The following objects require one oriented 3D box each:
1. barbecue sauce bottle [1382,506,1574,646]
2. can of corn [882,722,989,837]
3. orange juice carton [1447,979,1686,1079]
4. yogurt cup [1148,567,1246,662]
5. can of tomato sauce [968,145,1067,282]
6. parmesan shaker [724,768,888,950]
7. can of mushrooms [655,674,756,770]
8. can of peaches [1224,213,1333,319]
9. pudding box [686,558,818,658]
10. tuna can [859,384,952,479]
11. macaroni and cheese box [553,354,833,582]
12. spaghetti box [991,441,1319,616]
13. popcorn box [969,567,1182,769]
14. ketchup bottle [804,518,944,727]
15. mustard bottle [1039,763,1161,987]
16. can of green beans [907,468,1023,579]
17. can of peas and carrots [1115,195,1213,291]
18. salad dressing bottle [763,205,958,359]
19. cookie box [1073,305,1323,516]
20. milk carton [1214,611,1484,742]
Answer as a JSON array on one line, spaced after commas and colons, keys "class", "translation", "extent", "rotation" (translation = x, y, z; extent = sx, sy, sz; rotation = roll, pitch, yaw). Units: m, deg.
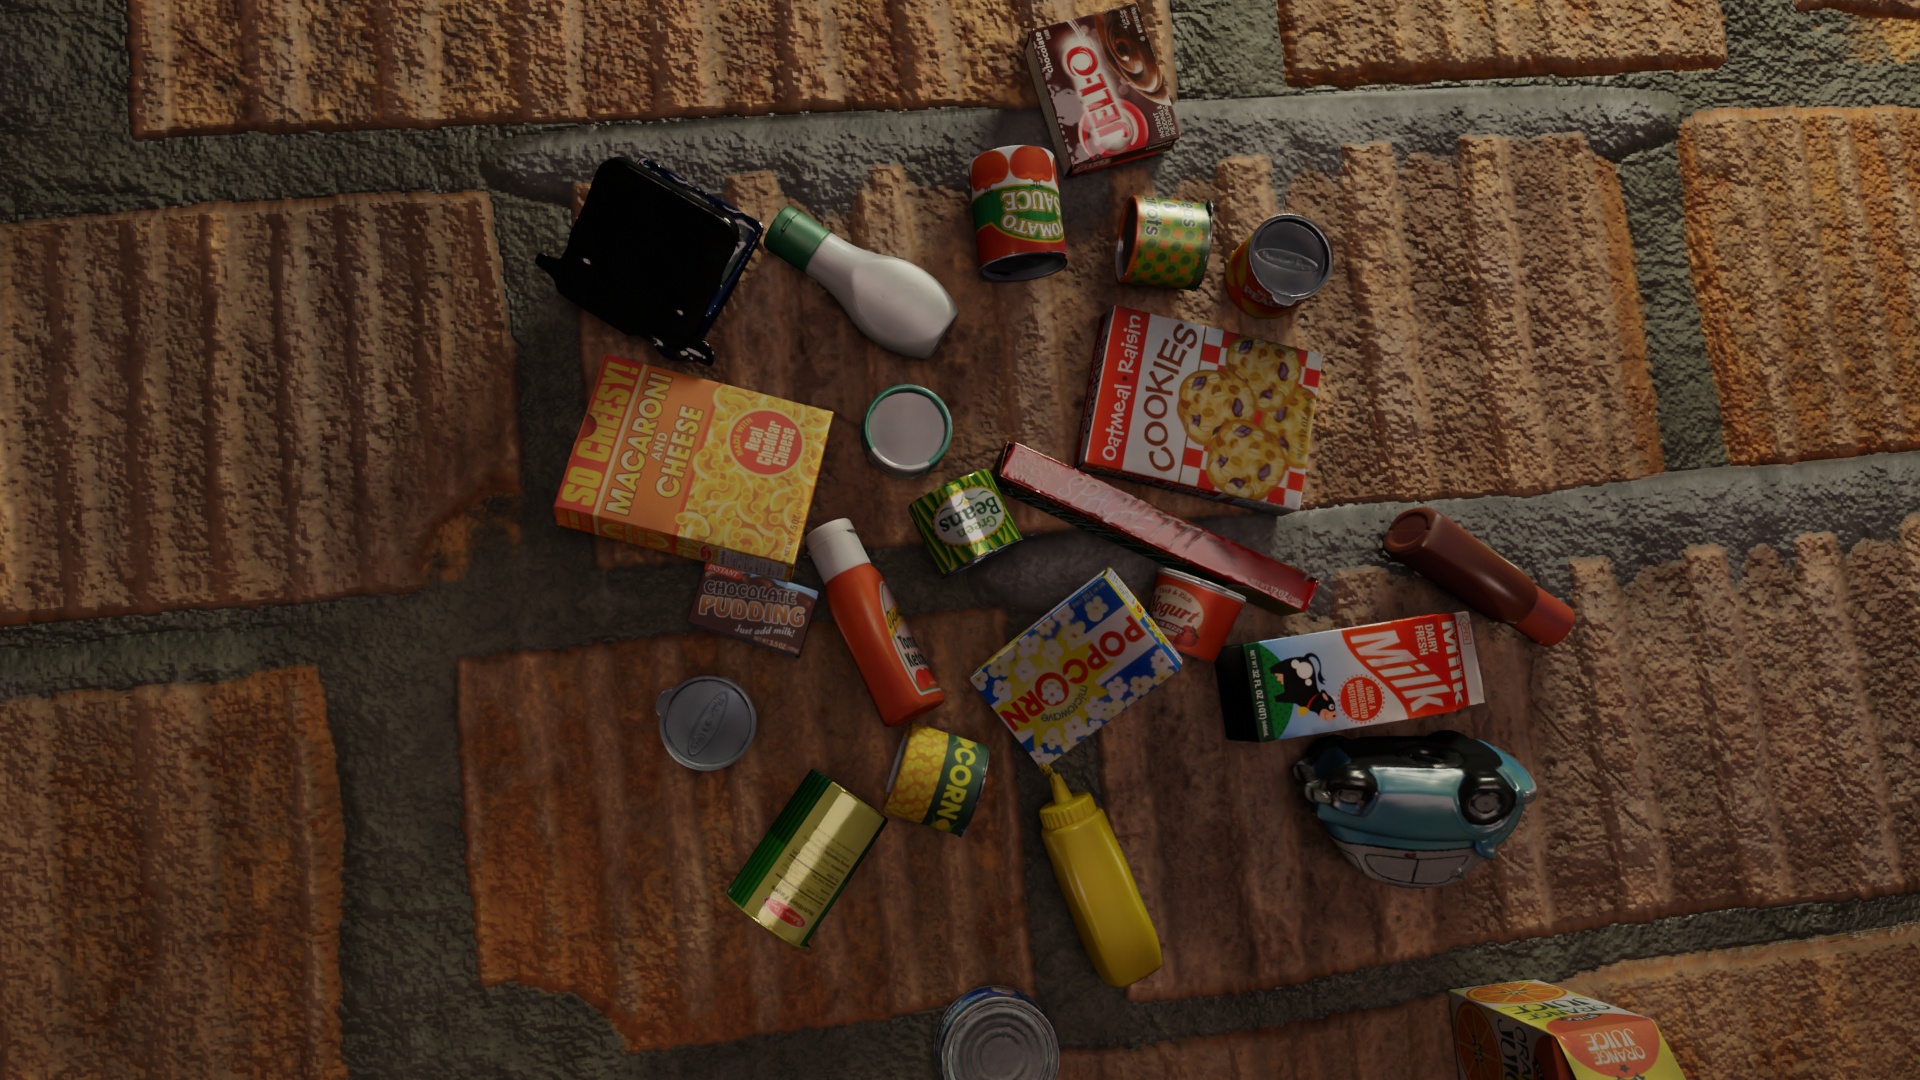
[{"class": "barbecue sauce bottle", "translation": [0.394, 0.030, 1.047], "extent": [0.148, 0.065, 0.044], "rotation": [31, 83, -12]}, {"class": "can of corn", "translation": [-0.017, 0.166, 0.967], "extent": [0.058, 0.071, 0.071], "rotation": [18, 81, -4]}, {"class": "orange juice carton", "translation": [0.410, 0.354, 0.939], "extent": [0.072, 0.192, 0.073], "rotation": [-4, 83, -7]}, {"class": "yogurt cup", "translation": [0.167, 0.055, 1.011], "extent": [0.072, 0.072, 0.054], "rotation": [20, 89, -5]}, {"class": "can of tomato sauce", "translation": [0.043, -0.242, 1.028], "extent": [0.071, 0.071, 0.083], "rotation": [-5, 83, -8]}, {"class": "parmesan shaker", "translation": [-0.102, 0.218, 0.952], "extent": [0.071, 0.071, 0.103], "rotation": [35, 79, -2]}, {"class": "can of mushrooms", "translation": [-0.178, 0.125, 0.970], "extent": [0.071, 0.033, 0.071], "rotation": [1, 83, -7]}, {"class": "can of peaches", "translation": [0.241, -0.205, 1.057], "extent": [0.071, 0.058, 0.071], "rotation": [1, 83, -8]}, {"class": "pudding box", "translation": [-0.147, 0.048, 0.985], "extent": [0.084, 0.030, 0.050], "rotation": [18, 80, -5]}, {"class": "tuna can", "translation": [-0.039, -0.082, 1.015], "extent": [0.071, 0.033, 0.071], "rotation": [1, 83, -8]}, {"class": "macaroni and cheese box", "translation": [-0.185, -0.052, 0.974], "extent": [0.166, 0.040, 0.124], "rotation": [14, 66, -6]}, {"class": "spaghetti box", "translation": [0.139, -0.007, 1.021], "extent": [0.250, 0.050, 0.029], "rotation": [24, 80, -4]}, {"class": "popcorn box", "translation": [0.082, 0.090, 0.982], "extent": [0.126, 0.038, 0.085], "rotation": [-39, 90, 16]}, {"class": "ketchup bottle", "translation": [-0.064, 0.057, 0.982], "extent": [0.043, 0.065, 0.149], "rotation": [-30, 78, 12]}, {"class": "mustard bottle", "translation": [0.091, 0.229, 0.972], "extent": [0.049, 0.065, 0.160], "rotation": [-22, 92, -13]}, {"class": "can of green beans", "translation": [0.003, -0.012, 0.995], "extent": [0.071, 0.071, 0.058], "rotation": [-25, 87, -10]}, {"class": "can of peas and carrots", "translation": [0.152, -0.225, 1.041], "extent": [0.059, 0.071, 0.071], "rotation": [5, 82, -6]}, {"class": "salad dressing bottle", "translation": [-0.074, -0.191, 1.020], "extent": [0.148, 0.044, 0.064], "rotation": [34, 82, -1]}, {"class": "cookie box", "translation": [0.178, -0.096, 1.044], "extent": [0.167, 0.040, 0.123], "rotation": [12, 81, -7]}, {"class": "milk carton", "translation": [0.290, 0.098, 1.016], "extent": [0.191, 0.073, 0.072], "rotation": [-7, 84, -9]}]
